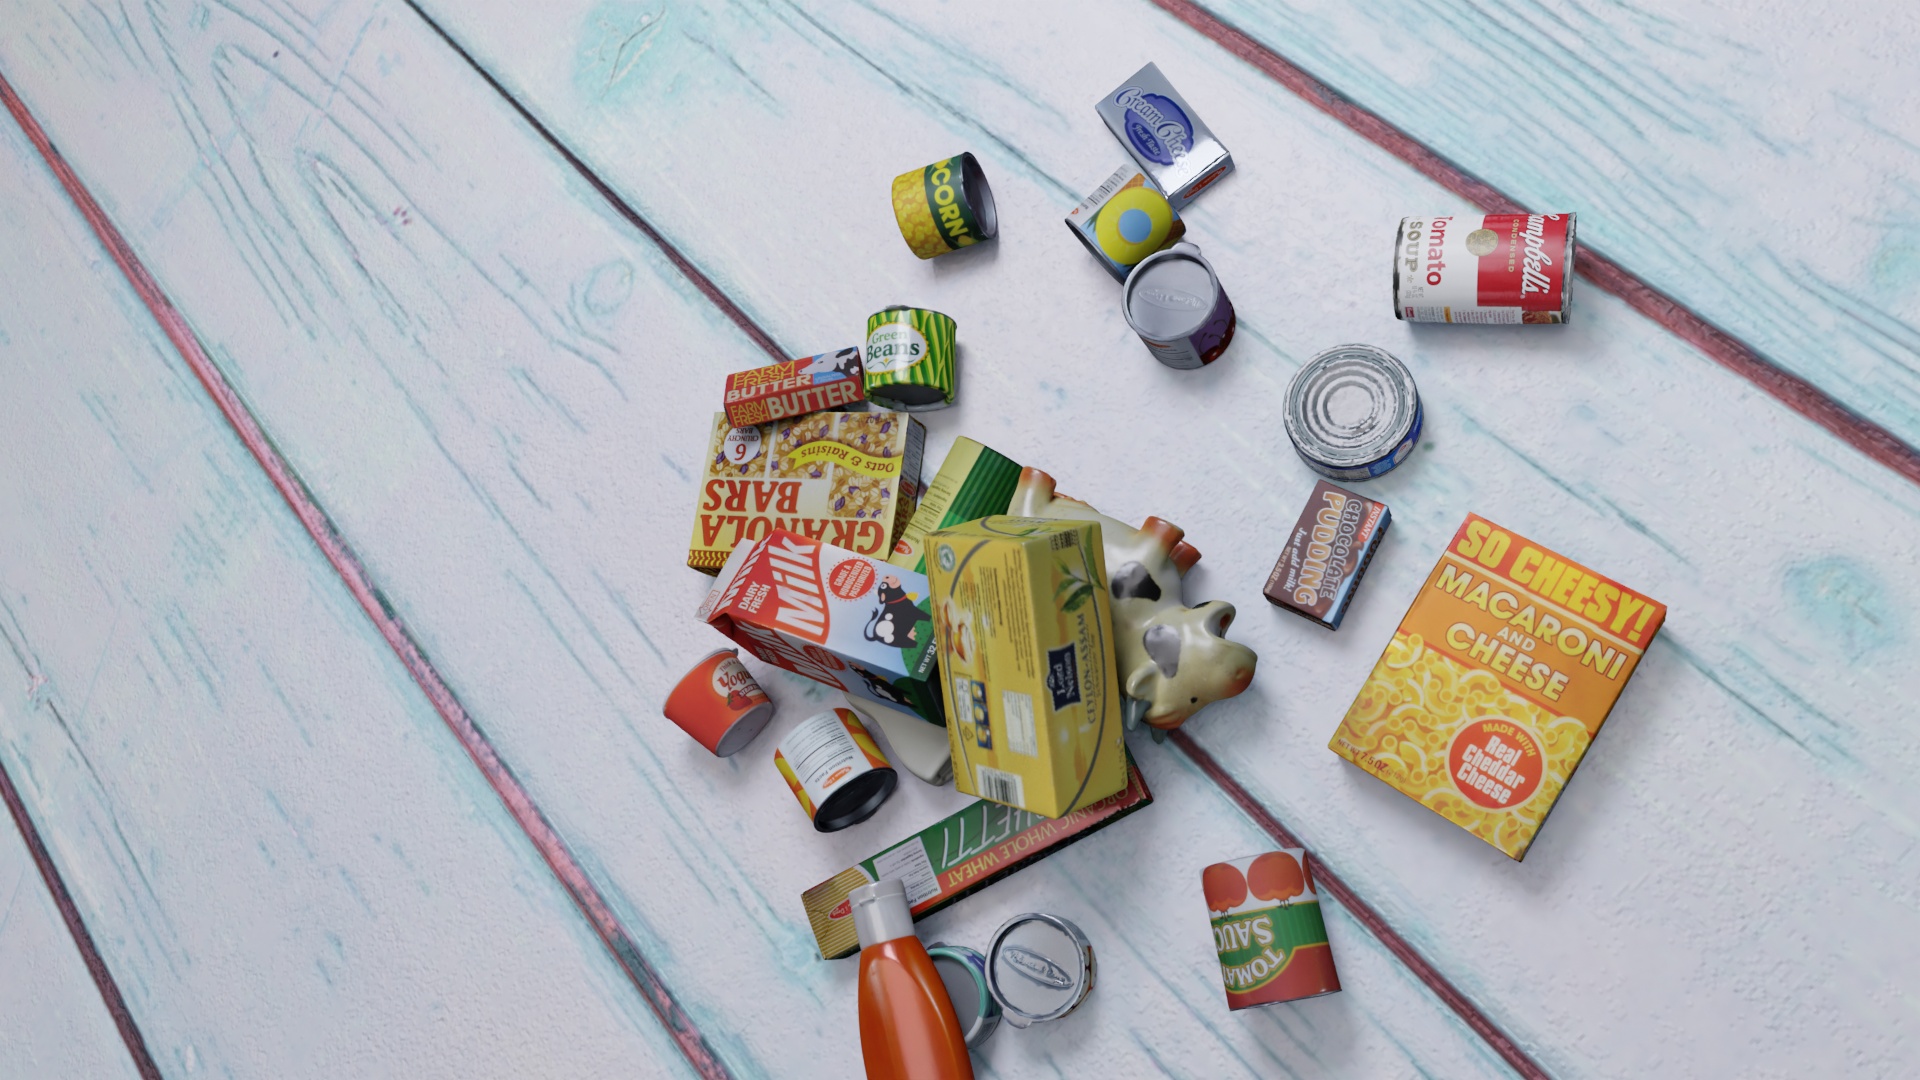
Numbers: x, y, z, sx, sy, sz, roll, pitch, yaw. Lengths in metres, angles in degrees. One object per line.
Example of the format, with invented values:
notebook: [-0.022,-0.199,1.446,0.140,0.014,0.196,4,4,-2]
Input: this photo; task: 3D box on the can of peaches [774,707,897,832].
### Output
can of peaches: [-0.086,0.158,0.954,0.071,0.071,0.058,-43,60,7]

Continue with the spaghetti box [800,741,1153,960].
spaghetti box: [0.009,0.205,0.922,0.250,0.028,0.050,-30,67,13]

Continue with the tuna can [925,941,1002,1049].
tuna can: [-0.009,0.296,0.903,0.071,0.033,0.071,-6,74,21]

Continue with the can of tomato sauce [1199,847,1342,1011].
can of tomato sauce: [0.180,0.230,0.820,0.071,0.071,0.083,-17,70,18]

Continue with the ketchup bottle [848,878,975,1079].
ketchup bottle: [-0.036,0.290,0.871,0.064,0.043,0.149,-21,69,15]

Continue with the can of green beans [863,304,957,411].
can of green beans: [-0.037,-0.131,1.011,0.071,0.071,0.058,-4,75,22]

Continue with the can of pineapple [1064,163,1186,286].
can of pineapple: [0.117,-0.219,0.972,0.058,0.071,0.071,-43,64,8]

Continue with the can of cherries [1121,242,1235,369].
can of cherries: [0.151,-0.158,0.944,0.071,0.058,0.071,-6,73,22]

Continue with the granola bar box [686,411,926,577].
granola bar box: [-0.114,-0.032,1.032,0.165,0.039,0.124,2,76,23]

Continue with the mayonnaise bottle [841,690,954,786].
mayonnaise bottle: [-0.048,0.102,0.968,0.065,0.041,0.148,-48,62,-3]

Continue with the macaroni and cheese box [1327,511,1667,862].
macaroni and cheese box: [0.314,0.085,0.820,0.124,0.040,0.166,31,90,27]

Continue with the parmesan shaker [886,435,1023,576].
parmesan shaker: [0.003,-0.012,0.960,0.071,0.071,0.103,28,87,27]

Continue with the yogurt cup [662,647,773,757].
yogurt cup: [-0.173,0.119,1.003,0.054,0.072,0.072,41,94,18]

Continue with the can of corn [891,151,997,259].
can of corn: [-0.012,-0.247,1.030,0.058,0.071,0.071,-14,71,20]

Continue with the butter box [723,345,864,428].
butter box: [-0.124,-0.115,1.037,0.103,0.024,0.053,-12,31,1]

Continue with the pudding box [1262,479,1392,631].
pudding box: [0.233,0.009,0.880,0.050,0.030,0.083,26,87,26]

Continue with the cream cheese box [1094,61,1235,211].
cream cheese box: [0.146,-0.292,1.001,0.053,0.024,0.104,-36,65,10]

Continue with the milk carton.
milk carton: [-0.085,0.052,0.935,0.191,0.073,0.072,18,63,21]

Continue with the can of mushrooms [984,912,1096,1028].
can of mushrooms: [0.050,0.273,0.882,0.071,0.033,0.071,-5,73,19]
